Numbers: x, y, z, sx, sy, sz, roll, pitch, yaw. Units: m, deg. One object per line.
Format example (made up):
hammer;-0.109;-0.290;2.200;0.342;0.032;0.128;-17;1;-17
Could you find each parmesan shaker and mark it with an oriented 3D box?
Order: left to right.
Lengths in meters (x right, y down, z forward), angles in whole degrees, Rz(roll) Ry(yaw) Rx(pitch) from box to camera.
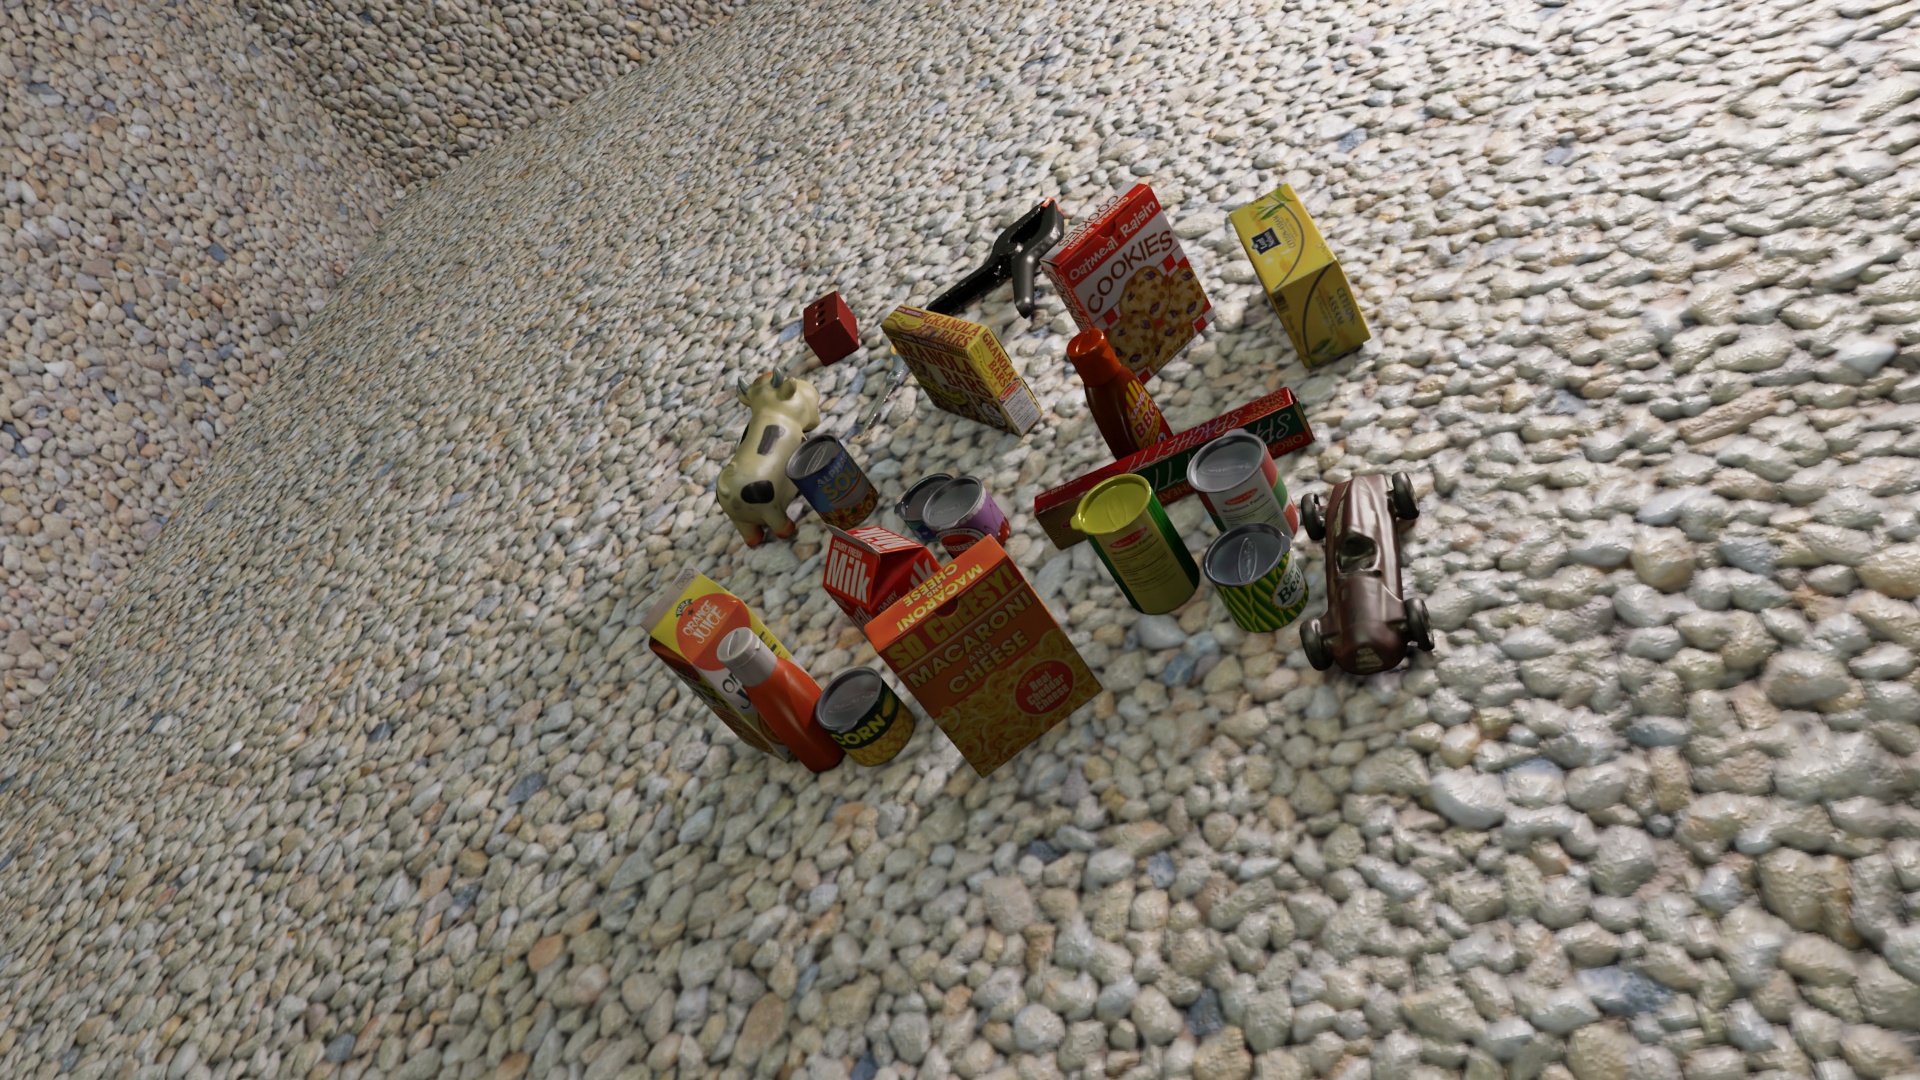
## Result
parmesan shaker;0.144;0.005;1.138;0.071;0.102;0.072;-23;37;19

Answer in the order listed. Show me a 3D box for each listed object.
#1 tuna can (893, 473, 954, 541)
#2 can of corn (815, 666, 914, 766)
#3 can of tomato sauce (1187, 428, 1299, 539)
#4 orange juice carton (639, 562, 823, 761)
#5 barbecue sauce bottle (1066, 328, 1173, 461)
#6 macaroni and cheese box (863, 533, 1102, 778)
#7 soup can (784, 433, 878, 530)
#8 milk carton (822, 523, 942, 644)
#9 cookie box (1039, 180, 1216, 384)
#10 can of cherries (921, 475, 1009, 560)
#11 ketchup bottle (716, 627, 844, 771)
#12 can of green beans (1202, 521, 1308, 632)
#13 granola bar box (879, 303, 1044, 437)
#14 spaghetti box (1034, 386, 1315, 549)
tuna can;-0.028;-0.032;1.385;0.071;0.032;0.071;-22;37;18
can of corn;-0.082;0.153;1.194;0.071;0.058;0.071;-22;37;18
can of tomato sauce;0.232;-0.037;1.131;0.071;0.083;0.071;-23;37;19
orange juice carton;-0.205;0.107;1.233;0.073;0.192;0.072;11;56;46
barbecue sauce bottle;0.142;-0.124;1.249;0.043;0.148;0.065;-2;48;39
macaroni and cheese box;0.021;0.093;1.084;0.124;0.166;0.040;-37;35;-1
soup can;-0.133;-0.061;1.461;0.071;0.083;0.072;-23;37;19
milk carton;-0.046;0.056;1.161;0.073;0.190;0.072;-48;37;-16
cookie box;0.166;-0.245;1.353;0.123;0.167;0.040;-43;36;-10
can of cherries;0.005;-0.017;1.318;0.071;0.058;0.072;-22;37;18
ketchup bottle;-0.152;0.134;1.196;0.043;0.148;0.065;-21;38;21
can of green beans;0.230;0.029;1.079;0.071;0.057;0.071;-22;37;18
granola bar box;0.000;-0.180;1.453;0.039;0.124;0.166;-46;36;-14
spaghetti box;0.186;-0.062;1.227;0.250;0.050;0.029;-24;37;17
